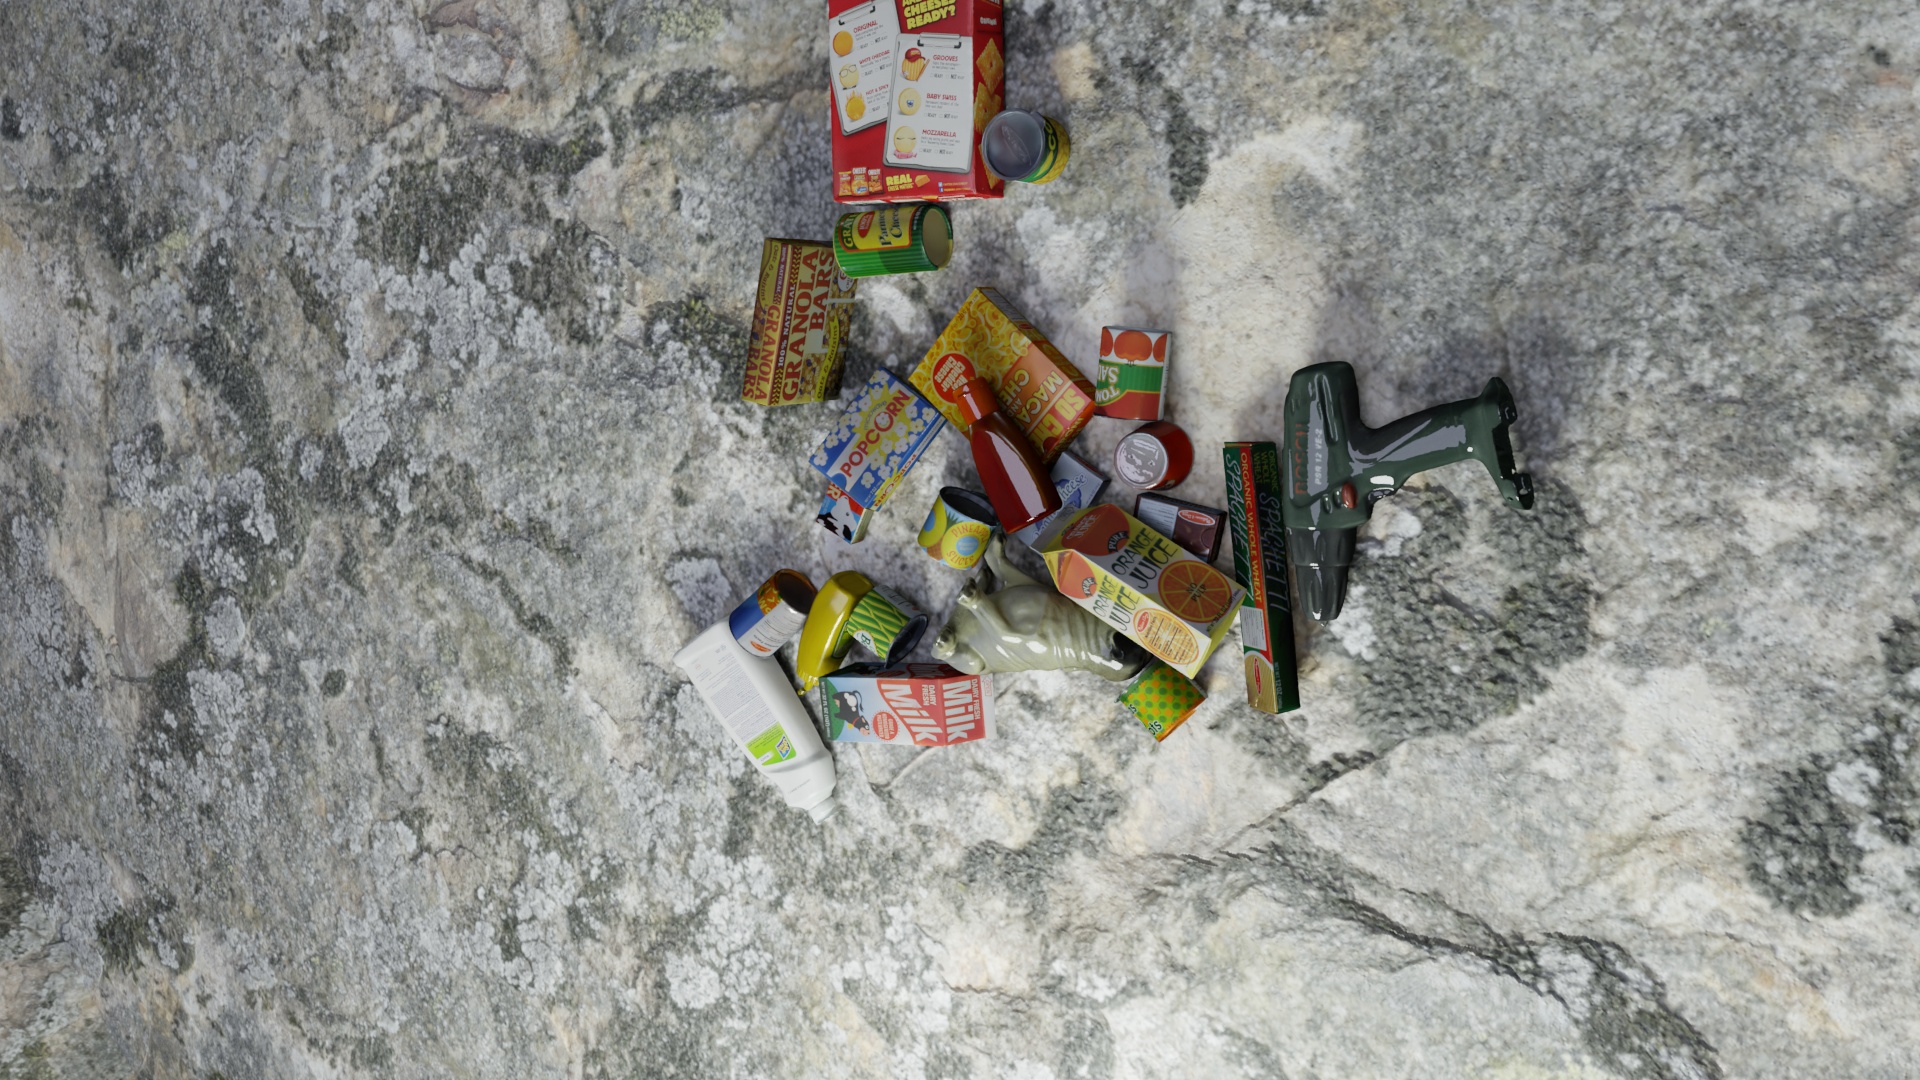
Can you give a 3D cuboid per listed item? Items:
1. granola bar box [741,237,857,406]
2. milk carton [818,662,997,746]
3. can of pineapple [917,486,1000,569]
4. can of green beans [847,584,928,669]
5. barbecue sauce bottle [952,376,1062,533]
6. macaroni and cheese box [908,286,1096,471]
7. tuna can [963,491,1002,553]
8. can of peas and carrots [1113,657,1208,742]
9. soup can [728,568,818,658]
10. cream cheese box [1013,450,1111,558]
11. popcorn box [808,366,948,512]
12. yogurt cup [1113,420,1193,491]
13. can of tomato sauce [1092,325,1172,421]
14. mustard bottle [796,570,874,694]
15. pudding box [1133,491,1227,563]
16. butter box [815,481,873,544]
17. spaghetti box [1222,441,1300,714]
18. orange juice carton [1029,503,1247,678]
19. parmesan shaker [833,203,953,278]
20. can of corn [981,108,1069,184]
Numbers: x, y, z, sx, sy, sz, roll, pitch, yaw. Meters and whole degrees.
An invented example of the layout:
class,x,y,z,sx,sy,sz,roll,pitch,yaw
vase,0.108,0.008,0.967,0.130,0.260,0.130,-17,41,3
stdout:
class,x,y,z,sx,sy,sz,roll,pitch,yaw
granola bar box,-0.162,-0.224,1.430,0.039,0.124,0.165,19,107,27
milk carton,-0.048,0.171,1.459,0.190,0.074,0.072,-1,98,29
can of pineapple,-0.001,-0.011,1.367,0.071,0.071,0.057,35,114,20
can of green beans,-0.077,0.089,1.466,0.058,0.071,0.071,36,114,20
barbecue sauce bottle,0.040,-0.085,1.339,0.064,0.044,0.148,-30,84,38
macaroni and cheese box,0.044,-0.150,1.375,0.167,0.040,0.123,46,117,15
tuna can,0.005,-0.018,1.422,0.071,0.033,0.071,5,101,28
can of peas and carrots,0.192,0.151,1.324,0.059,0.071,0.070,47,117,14
soup can,-0.206,0.078,1.538,0.083,0.071,0.071,-41,78,27
cream cheese box,0.100,-0.033,1.372,0.053,0.024,0.103,38,114,20
popcorn box,-0.084,-0.104,1.435,0.085,0.038,0.126,39,95,17
yogurt cup,0.179,-0.077,1.303,0.072,0.054,0.072,5,100,28
can of tomato sauce,0.159,-0.156,1.293,0.071,0.071,0.083,11,103,28
mustard bottle,-0.144,0.108,1.511,0.049,0.065,0.159,36,119,21
pudding box,0.205,-0.012,1.313,0.084,0.030,0.049,16,105,26
butter box,-0.113,-0.053,1.488,0.053,0.024,0.103,31,112,21
spaghetti box,0.275,0.032,1.268,0.050,0.029,0.249,-172,74,-70
orange juice carton,0.161,0.036,1.294,0.193,0.072,0.072,34,146,16
parmesan shaker,-0.067,-0.304,1.399,0.103,0.071,0.071,0,98,29
can of corn,0.065,-0.374,1.317,0.071,0.058,0.071,5,101,29
